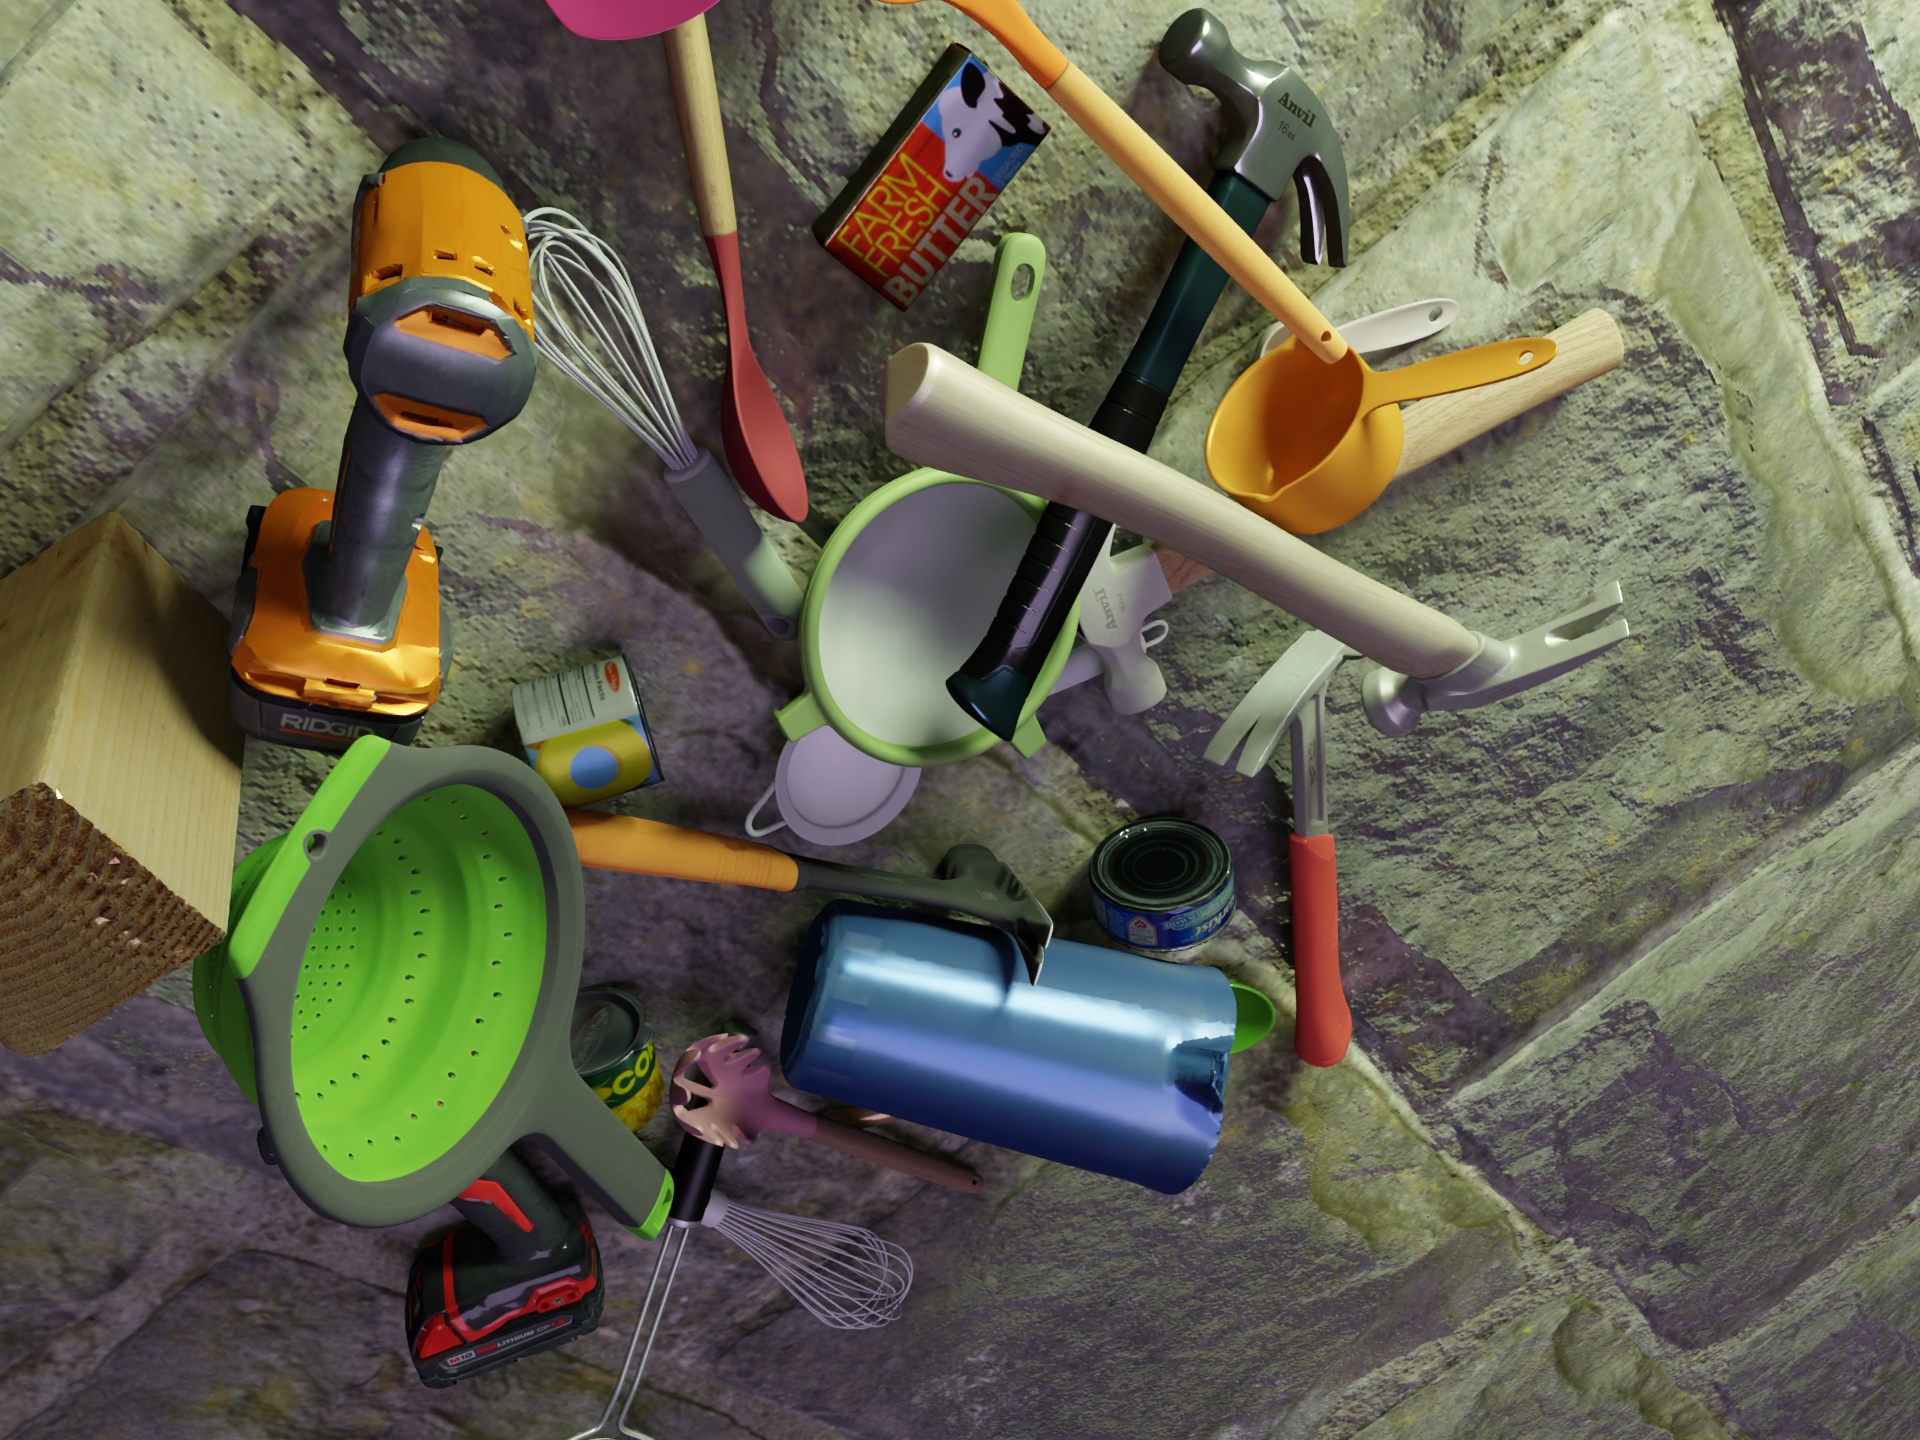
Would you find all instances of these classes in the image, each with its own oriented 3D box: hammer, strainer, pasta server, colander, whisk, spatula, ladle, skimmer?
[{"bbox_3d":[-0.117,0.076,0.824,0.336,0.127,0.034,11,103,-21],"label":"hammer"},{"bbox_3d":[0.079,-0.145,0.744,0.128,0.033,0.331,22,98,-32],"label":"hammer"},{"bbox_3d":[-0.001,-0.003,0.854,0.258,0.050,0.086,-23,123,-13],"label":"strainer"},{"bbox_3d":[-0.009,-0.107,0.772,0.151,0.069,0.256,4,105,-31],"label":"strainer"},{"bbox_3d":[-0.071,0.254,0.972,0.040,0.060,0.315,-5,153,36],"label":"pasta server"},{"bbox_3d":[-0.242,0.156,0.755,0.094,0.205,0.396,7,145,20],"label":"colander"},{"bbox_3d":[-0.128,-0.123,0.722,0.058,0.059,0.246,-2,139,28],"label":"whisk"},{"bbox_3d":[0.203,-0.133,0.841,0.331,0.031,0.130,-28,117,-5],"label":"hammer"},{"bbox_3d":[0.054,-0.255,0.668,0.322,0.041,0.081,35,95,-27],"label":"spatula"},{"bbox_3d":[-0.103,-0.228,0.657,0.031,0.069,0.315,-4,121,5],"label":"ladle"},{"bbox_3d":[0.213,0.103,0.983,0.149,0.037,0.358,-44,140,-31],"label":"hammer"},{"bbox_3d":[0.139,-0.081,0.724,0.410,0.038,0.146,19,148,-37],"label":"hammer"},{"bbox_3d":[-0.169,0.361,0.927,0.127,0.090,0.363,15,94,-33],"label":"skimmer"},{"bbox_3d":[-0.137,0.322,1.013,0.070,0.070,0.284,-45,121,11],"label":"whisk"}]

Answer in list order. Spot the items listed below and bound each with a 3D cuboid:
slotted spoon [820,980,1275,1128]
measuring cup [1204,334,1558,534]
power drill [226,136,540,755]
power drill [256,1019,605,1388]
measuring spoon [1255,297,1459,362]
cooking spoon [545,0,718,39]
[{"bbox_3d":[0.055,0.224,1.038,0.313,0.031,0.070,-13,125,-11],"label":"slotted spoon"},{"bbox_3d":[0.198,-0.137,0.733,0.174,0.095,0.052,-8,150,42],"label":"measuring cup"},{"bbox_3d":[-0.227,-0.114,0.632,0.084,0.164,0.226,11,130,-28],"label":"power drill"},{"bbox_3d":[-0.294,0.273,0.905,0.143,0.079,0.219,-17,124,-10],"label":"power drill"},{"bbox_3d":[0.203,-0.200,0.818,0.124,0.018,0.034,-17,127,-18],"label":"measuring spoon"},{"bbox_3d":[-0.020,-0.351,0.600,0.319,0.017,0.069,-33,94,-6],"label":"cooking spoon"}]
